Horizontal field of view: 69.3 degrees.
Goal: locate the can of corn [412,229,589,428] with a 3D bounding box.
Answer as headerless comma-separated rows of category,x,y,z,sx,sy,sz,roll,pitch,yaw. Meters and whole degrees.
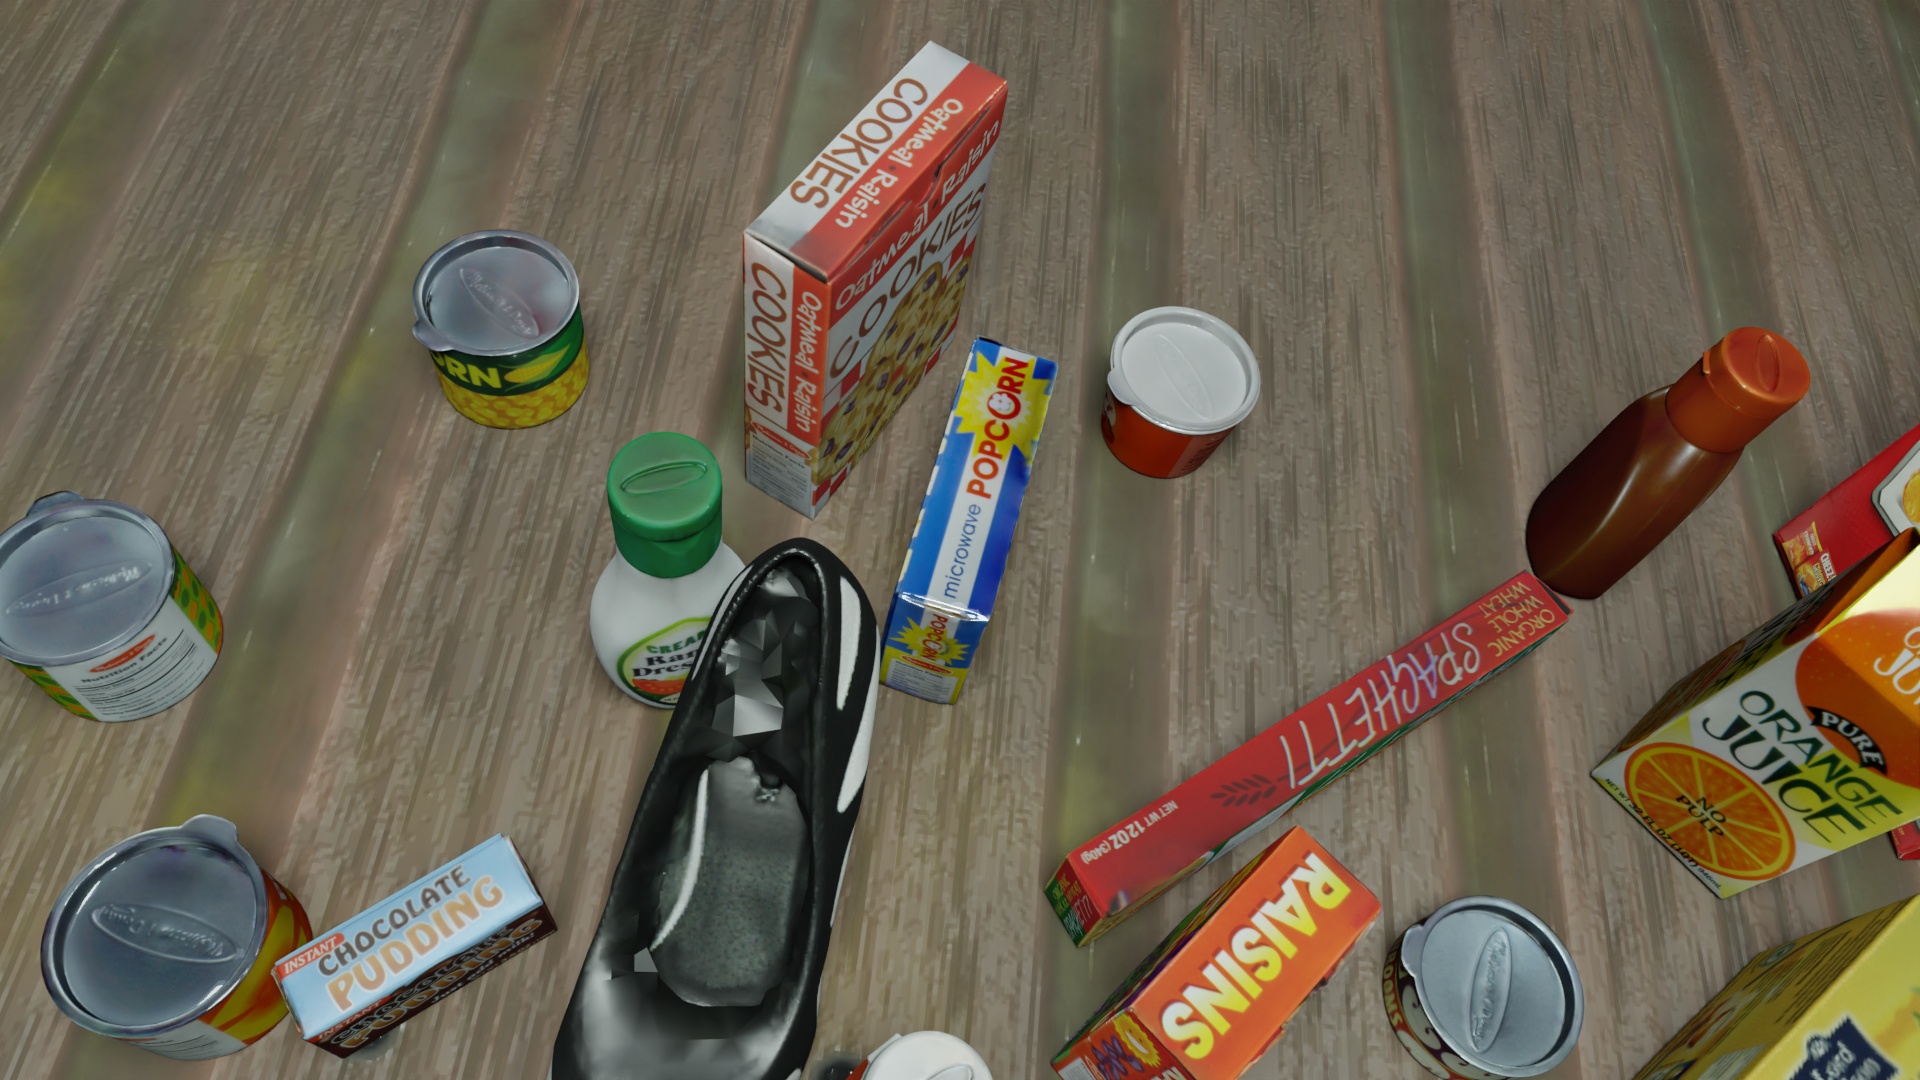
can of corn,-0.198,-0.088,0.599,0.071,0.058,0.071,4,61,-7

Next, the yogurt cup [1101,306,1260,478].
yogurt cup,0.096,-0.065,0.634,0.072,0.053,0.073,4,61,-7

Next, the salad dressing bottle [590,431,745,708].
salad dressing bottle,-0.105,0.014,0.505,0.064,0.147,0.044,-15,65,-16

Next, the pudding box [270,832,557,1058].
pudding box,-0.185,0.139,0.479,0.084,0.049,0.030,-29,69,-22

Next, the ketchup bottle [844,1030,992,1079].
ketchup bottle,-0.019,0.180,0.426,0.065,0.148,0.043,-33,71,-23

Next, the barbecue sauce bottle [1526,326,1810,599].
barbecue sauce bottle,0.298,-0.033,0.594,0.044,0.147,0.065,18,60,1

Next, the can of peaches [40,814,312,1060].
can of peaches,-0.258,0.134,0.466,0.071,0.057,0.071,4,61,-7

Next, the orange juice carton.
orange juice carton,0.332,0.062,0.521,0.073,0.191,0.072,-36,72,-24

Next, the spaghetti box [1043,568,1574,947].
spaghetti box,0.145,0.084,0.562,0.251,0.050,0.029,-27,69,-21

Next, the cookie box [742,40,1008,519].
cookie box,-0.038,-0.100,0.568,0.040,0.166,0.123,31,61,8

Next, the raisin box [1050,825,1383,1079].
raisin box,0.083,0.154,0.471,0.086,0.122,0.040,-38,73,-25

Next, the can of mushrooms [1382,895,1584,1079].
can of mushrooms,0.196,0.171,0.530,0.071,0.033,0.071,4,61,-7

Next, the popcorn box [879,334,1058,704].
popcorn box,0.002,-0.007,0.570,0.038,0.084,0.127,16,60,0

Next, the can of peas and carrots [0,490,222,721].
can of peas and carrots,-0.319,0.025,0.517,0.071,0.058,0.071,4,61,-7
